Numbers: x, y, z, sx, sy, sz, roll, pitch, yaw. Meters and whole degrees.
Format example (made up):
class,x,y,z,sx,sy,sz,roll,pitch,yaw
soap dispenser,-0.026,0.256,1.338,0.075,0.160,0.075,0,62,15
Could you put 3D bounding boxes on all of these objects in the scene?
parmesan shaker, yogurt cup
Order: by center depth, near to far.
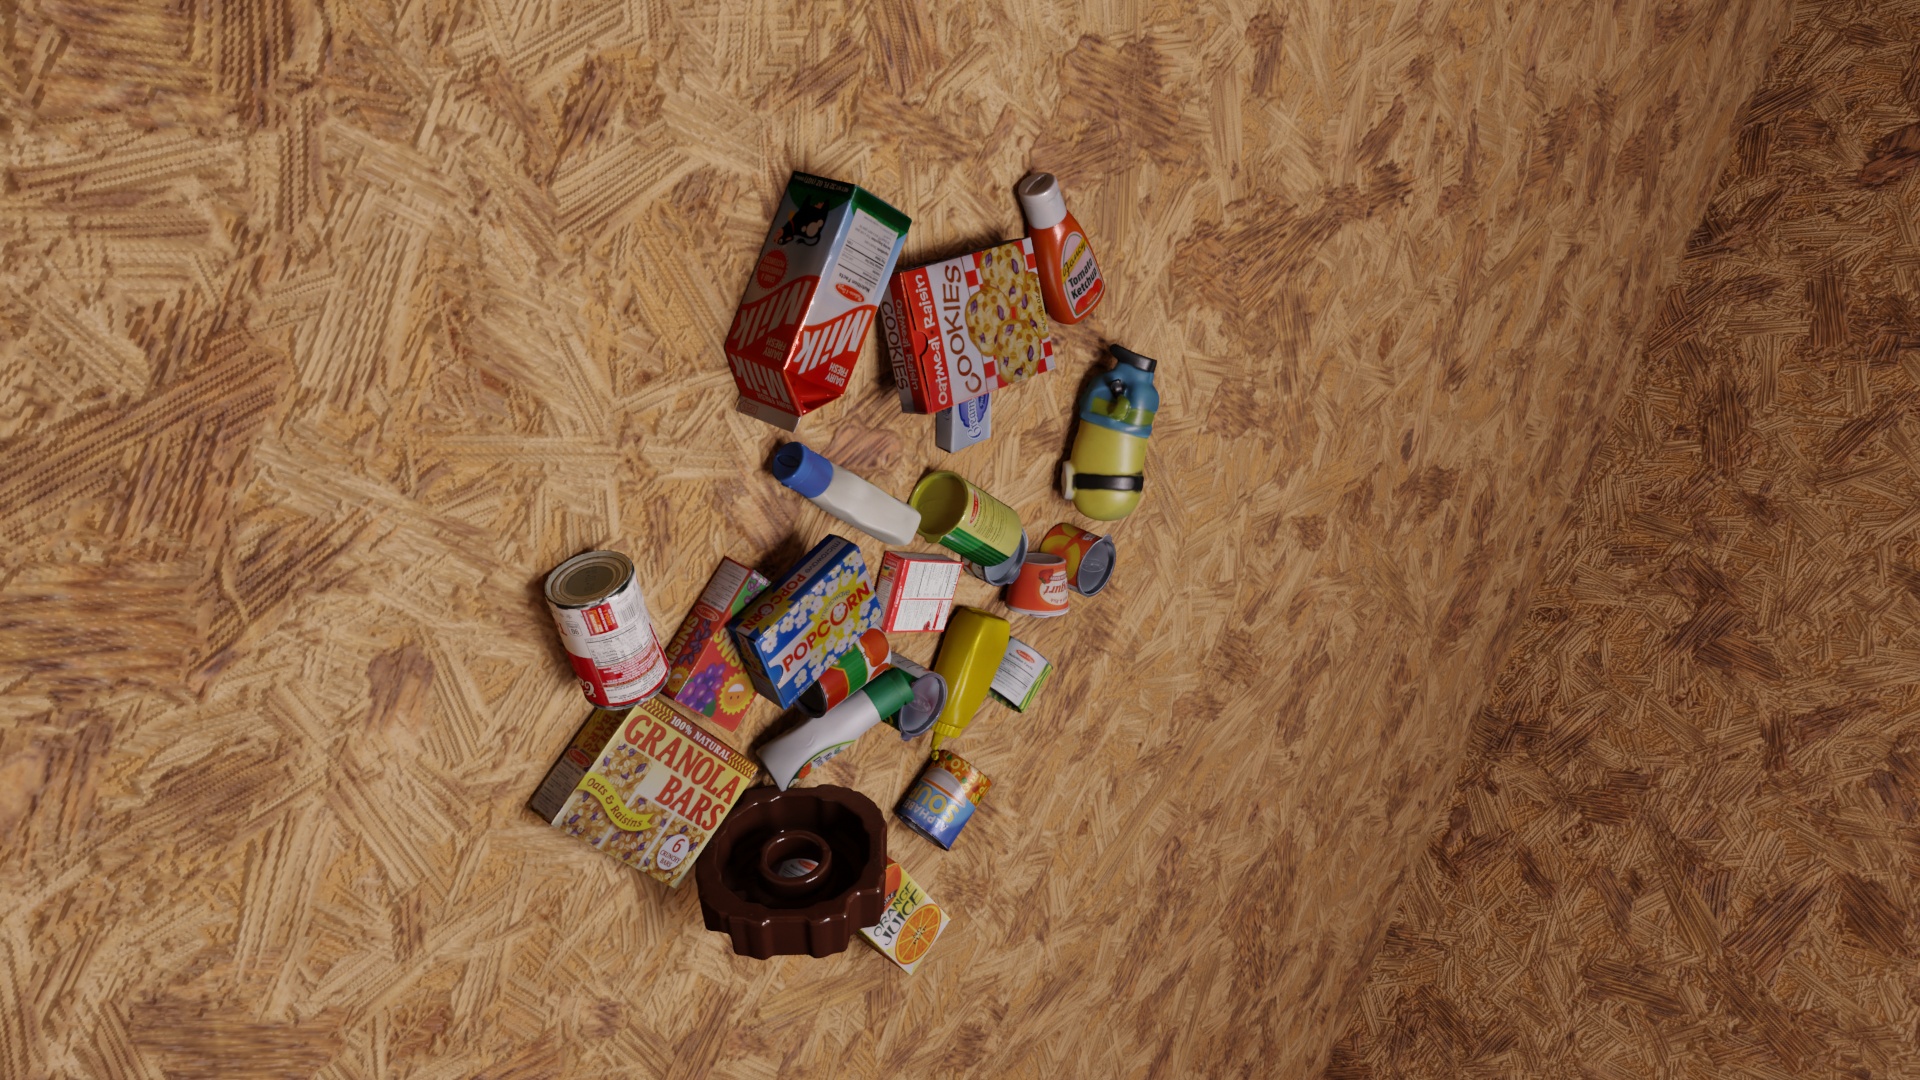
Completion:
class,x,y,z,sx,sy,sz,roll,pitch,yaw
parmesan shaker,0.005,-0.017,1.317,0.103,0.071,0.071,30,85,-54
yogurt cup,0.081,0.044,1.448,0.072,0.072,0.053,-11,109,-48

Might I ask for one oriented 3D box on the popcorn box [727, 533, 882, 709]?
class,x,y,z,sx,sy,sz,roll,pitch,yaw
popcorn box,-0.127,0.066,1.159,0.127,0.038,0.084,-45,140,-29

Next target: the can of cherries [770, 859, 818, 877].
class,x,y,z,sx,sy,sz,roll,pitch,yaw
can of cherries,-0.150,0.311,1.306,0.071,0.071,0.058,19,94,-53

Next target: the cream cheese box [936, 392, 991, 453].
class,x,y,z,sx,sy,sz,roll,pitch,yaw
cream cheese box,0.004,-0.137,1.287,0.053,0.024,0.103,-24,126,-40

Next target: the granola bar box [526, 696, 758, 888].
class,x,y,z,sx,sy,sz,roll,pitch,yaw
granola bar box,-0.256,0.200,1.138,0.124,0.039,0.165,-56,142,-13

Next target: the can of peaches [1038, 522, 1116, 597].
class,x,y,z,sx,sy,sz,roll,pitch,yaw
can of peaches,0.125,0.018,1.491,0.071,0.058,0.071,-26,127,-40

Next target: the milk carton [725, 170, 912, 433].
class,x,y,z,sx,sy,sz,roll,pitch,yaw
milk carton,-0.117,-0.180,1.078,0.073,0.072,0.190,19,92,-53

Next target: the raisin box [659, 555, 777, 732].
class,x,y,z,sx,sy,sz,roll,pitch,yaw
raisin box,-0.193,0.087,1.155,0.123,0.040,0.086,-60,144,-10

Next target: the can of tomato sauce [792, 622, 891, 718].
class,x,y,z,sx,sy,sz,roll,pitch,yaw
can of tomato sauce,-0.113,0.107,1.240,0.083,0.071,0.070,-35,133,-36

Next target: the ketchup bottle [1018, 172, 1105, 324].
class,x,y,z,sx,sy,sz,roll,pitch,yaw
ketchup bottle,0.092,-0.276,1.306,0.065,0.043,0.148,-50,139,-21

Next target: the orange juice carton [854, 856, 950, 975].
class,x,y,z,sx,sy,sz,roll,pitch,yaw
orange juice carton,-0.089,0.359,1.399,0.073,0.072,0.192,-53,141,-18

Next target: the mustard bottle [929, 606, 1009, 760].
class,x,y,z,sx,sy,sz,roll,pitch,yaw
mustard bottle,-0.003,0.147,1.411,0.065,0.049,0.160,18,95,-53

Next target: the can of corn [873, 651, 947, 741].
class,x,y,z,sx,sy,sz,roll,pitch,yaw
can of corn,-0.057,0.150,1.337,0.071,0.058,0.070,-27,129,-40

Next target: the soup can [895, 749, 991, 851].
class,x,y,z,sx,sy,sz,roll,pitch,yaw
soup can,-0.018,0.268,1.441,0.084,0.071,0.071,-54,142,-16

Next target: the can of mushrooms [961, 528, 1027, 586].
class,x,y,z,sx,sy,sz,roll,pitch,yaw
can of mushrooms,0.035,0.012,1.397,0.071,0.033,0.070,-27,128,-41

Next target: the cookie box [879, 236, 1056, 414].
class,x,y,z,sx,sy,sz,roll,pitch,yaw
cookie box,0.007,-0.191,1.223,0.168,0.040,0.122,-25,109,-41

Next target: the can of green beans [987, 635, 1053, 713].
class,x,y,z,sx,sy,sz,roll,pitch,yaw
can of green beans,0.055,0.141,1.463,0.058,0.071,0.071,-55,142,-13

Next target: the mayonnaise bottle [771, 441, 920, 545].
class,x,y,z,sx,sy,sz,roll,pitch,yaw
mayonnaise bottle,-0.099,-0.040,1.185,0.148,0.065,0.041,32,80,-49

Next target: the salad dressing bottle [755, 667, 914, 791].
class,x,y,z,sx,sy,sz,roll,pitch,yaw
salad dressing bottle,-0.112,0.169,1.259,0.148,0.044,0.064,-32,167,-15
